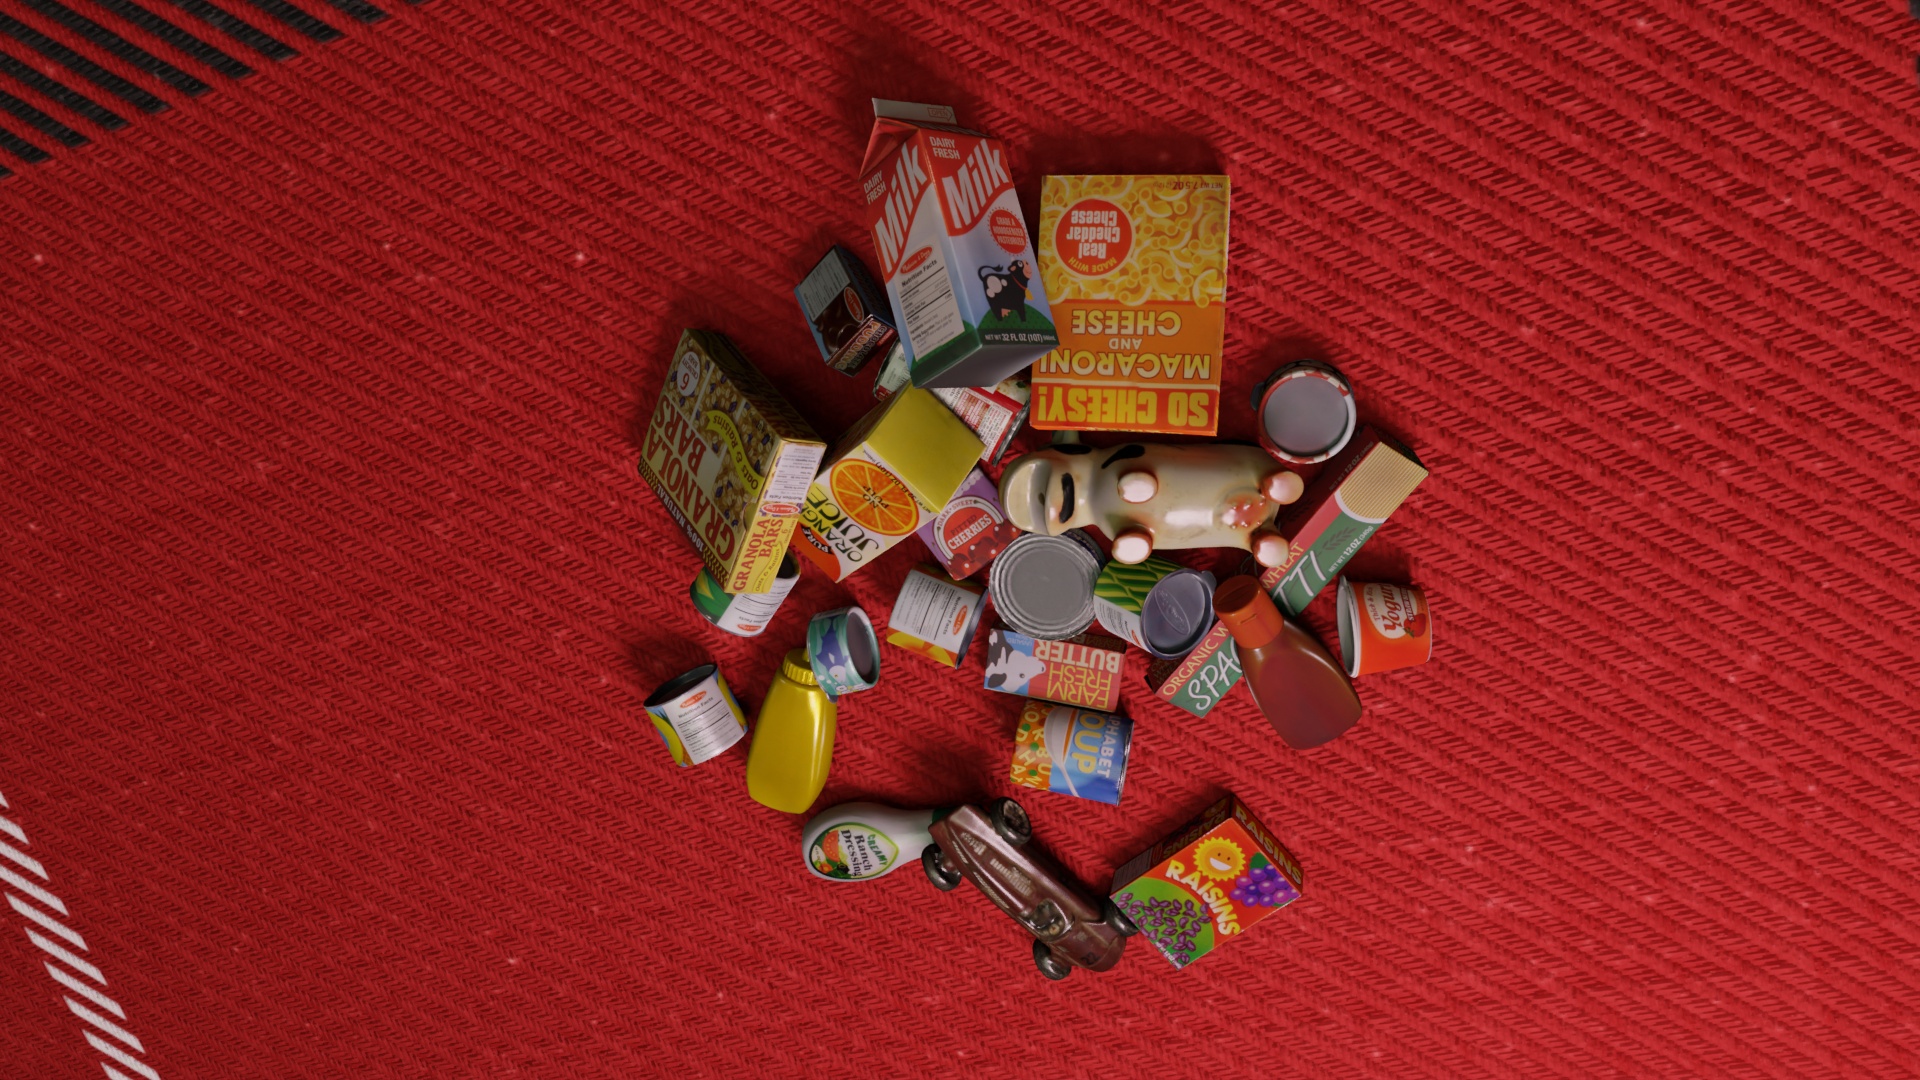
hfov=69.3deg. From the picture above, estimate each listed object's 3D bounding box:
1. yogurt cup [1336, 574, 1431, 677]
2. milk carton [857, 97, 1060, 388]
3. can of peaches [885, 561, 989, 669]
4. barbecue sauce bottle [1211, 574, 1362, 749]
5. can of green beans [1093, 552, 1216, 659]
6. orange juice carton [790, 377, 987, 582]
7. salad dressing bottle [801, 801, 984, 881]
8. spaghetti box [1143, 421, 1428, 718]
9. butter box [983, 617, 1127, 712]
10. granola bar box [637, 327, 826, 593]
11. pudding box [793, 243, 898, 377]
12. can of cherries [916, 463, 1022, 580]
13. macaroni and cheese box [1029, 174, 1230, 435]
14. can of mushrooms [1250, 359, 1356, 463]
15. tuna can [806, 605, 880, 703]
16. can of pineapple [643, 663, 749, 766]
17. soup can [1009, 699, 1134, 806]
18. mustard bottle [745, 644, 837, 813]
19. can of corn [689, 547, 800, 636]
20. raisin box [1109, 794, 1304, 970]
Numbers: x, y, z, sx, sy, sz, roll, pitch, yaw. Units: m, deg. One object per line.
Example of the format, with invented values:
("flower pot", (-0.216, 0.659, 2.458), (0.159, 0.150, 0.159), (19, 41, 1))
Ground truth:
("yogurt cup", (0.295, 0.060, 0.968), (0.054, 0.072, 0.072), (-4, 108, 6))
("milk carton", (-0.007, -0.201, 0.908), (0.073, 0.072, 0.190), (-26, 76, 47))
("can of peaches", (-0.017, 0.056, 1.037), (0.058, 0.071, 0.071), (21, 112, 6))
("barbecue sauce bottle", (0.225, 0.084, 0.974), (0.065, 0.044, 0.148), (-31, 123, 14))
("can of green beans", (0.137, 0.044, 0.986), (0.071, 0.058, 0.071), (-10, 109, -29))
("orange juice carton", (-0.072, -0.033, 0.986), (0.072, 0.073, 0.192), (43, 143, -12))
("salad dressing bottle", (-0.052, 0.239, 1.120), (0.147, 0.044, 0.064), (-10, 107, 14))
("spaghetti box", (0.225, 0.027, 0.982), (0.050, 0.029, 0.249), (27, 115, -23))
("butter box", (0.072, 0.094, 1.052), (0.103, 0.024, 0.053), (9, 111, 10))
("granola bar box", (-0.168, -0.059, 0.991), (0.166, 0.039, 0.123), (46, 122, 41))
("pudding box", (-0.081, -0.160, 0.968), (0.049, 0.030, 0.084), (-43, 50, 21))
("can of cherries", (0.004, -0.013, 1.004), (0.071, 0.072, 0.058), (-34, 99, 21))
("macaroni and cheese box", (0.113, -0.155, 0.919), (0.124, 0.040, 0.166), (3, 90, 12))
("can of mushrooms", (0.233, -0.088, 0.946), (0.071, 0.033, 0.070), (4, 111, 11))
("tuna can", (-0.088, 0.087, 1.061), (0.033, 0.071, 0.071), (-14, 106, 17))
("can of pineapple", (-0.211, 0.139, 1.111), (0.071, 0.071, 0.057), (-22, 103, 19))
("soup can", (0.085, 0.158, 1.047), (0.084, 0.071, 0.071), (10, 111, 10))
("mustard bottle", (-0.127, 0.137, 1.099), (0.065, 0.049, 0.159), (17, 111, 7))
("can of corn", (-0.165, 0.028, 1.062), (0.071, 0.071, 0.058), (36, 112, -1))
("raisin box", (0.190, 0.265, 1.077), (0.123, 0.040, 0.086), (-40, 96, 23))
